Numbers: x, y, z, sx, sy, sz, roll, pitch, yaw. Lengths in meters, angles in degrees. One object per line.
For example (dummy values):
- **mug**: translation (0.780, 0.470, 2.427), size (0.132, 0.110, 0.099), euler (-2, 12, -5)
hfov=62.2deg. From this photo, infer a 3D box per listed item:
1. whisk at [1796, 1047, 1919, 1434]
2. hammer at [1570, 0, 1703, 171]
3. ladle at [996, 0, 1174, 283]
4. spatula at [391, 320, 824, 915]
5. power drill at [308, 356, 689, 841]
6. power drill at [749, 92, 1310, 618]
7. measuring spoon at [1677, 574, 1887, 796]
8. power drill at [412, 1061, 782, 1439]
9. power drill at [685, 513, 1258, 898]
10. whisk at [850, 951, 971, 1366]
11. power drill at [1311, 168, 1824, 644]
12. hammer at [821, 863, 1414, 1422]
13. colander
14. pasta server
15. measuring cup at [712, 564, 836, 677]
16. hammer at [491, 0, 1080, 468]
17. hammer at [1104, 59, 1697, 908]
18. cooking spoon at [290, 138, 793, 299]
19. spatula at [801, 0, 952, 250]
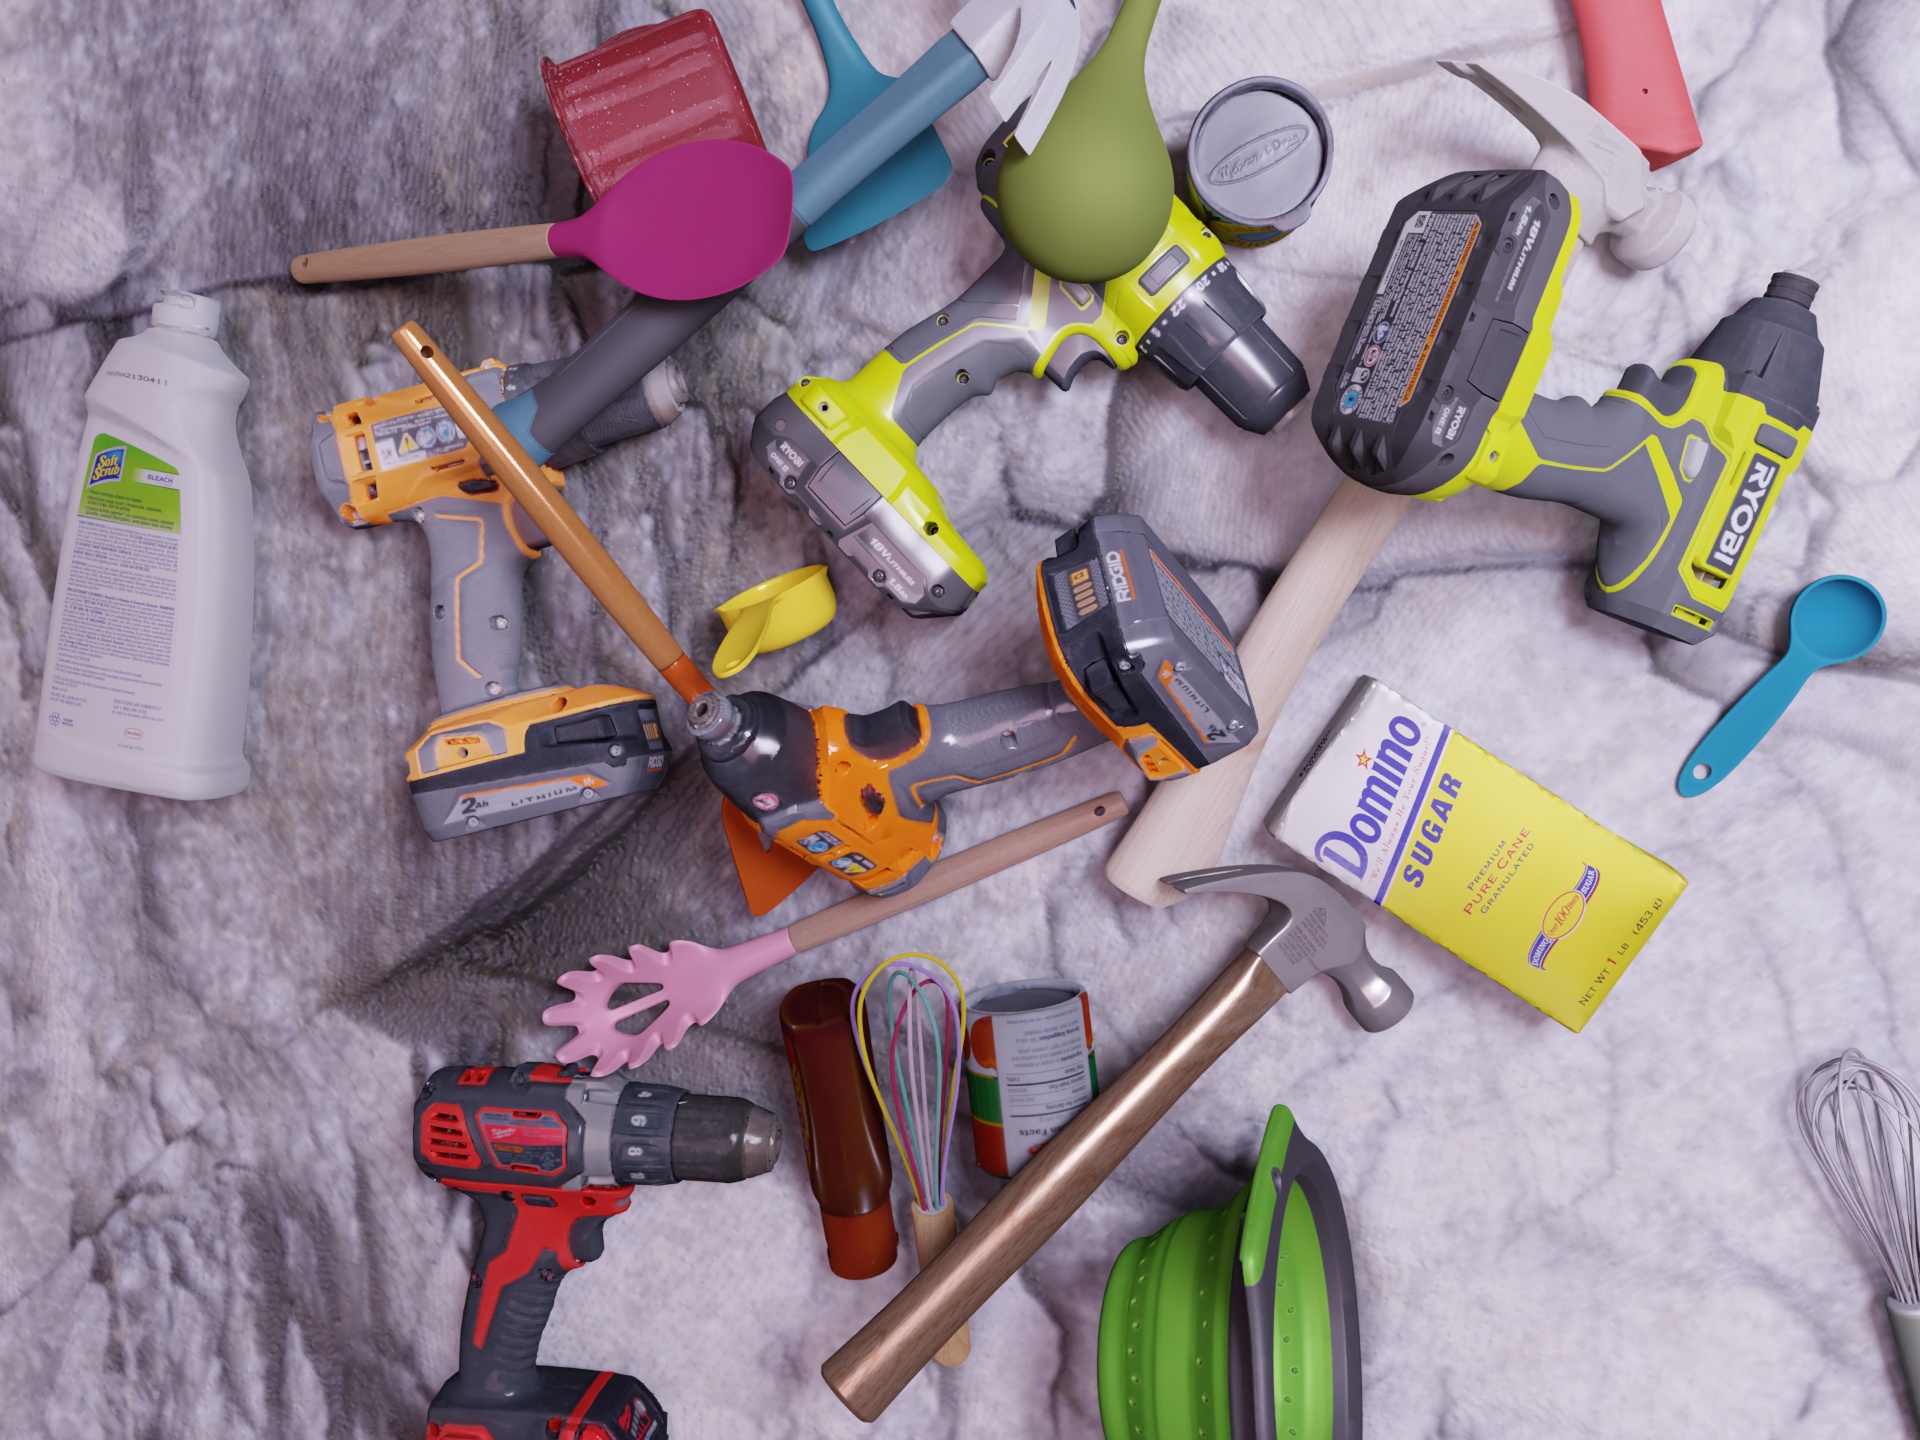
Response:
- **whisk**: translation (0.461, 0.275, 0.774), size (0.058, 0.059, 0.246), euler (-11, 100, 44)
- **hammer**: translation (0.276, -0.430, 0.725), size (0.149, 0.037, 0.359), euler (-20, 93, 7)
- **ladle**: translation (0.091, -0.343, 0.717), size (0.078, 0.062, 0.320), euler (17, 76, 9)
- **spatula**: translation (-0.154, -0.046, 0.741), size (0.081, 0.041, 0.322), euler (-45, 111, -23)
- **power drill**: translation (-0.207, -0.069, 0.791), size (0.185, 0.084, 0.226), euler (-14, 90, 5)
- **power drill**: translation (0.033, -0.156, 0.758), size (0.228, 0.080, 0.190), euler (-44, 89, 5)
- **measuring spoon**: translation (0.389, -0.016, 0.767), size (0.042, 0.021, 0.128), euler (35, 107, 1)
- **power drill**: translation (-0.189, 0.292, 0.826), size (0.188, 0.080, 0.226), euler (2, 93, 5)
- **power drill**: translation (-0.001, -0.002, 0.707), size (0.226, 0.164, 0.084), euler (-24, 55, 21)
- **whisk**: translation (-0.012, 0.223, 0.791), size (0.051, 0.047, 0.244), euler (17, 122, 44)
- **power drill**: translation (0.278, -0.144, 0.695), size (0.223, 0.080, 0.171), euler (17, 100, -27)
- **hammer**: translation (0.064, 0.196, 0.750), size (0.331, 0.031, 0.130), euler (-42, 102, -10)
- **colander**: translation (0.143, 0.373, 0.770), size (0.094, 0.204, 0.396), euler (-6, 114, 23)
- **pasta server**: translation (-0.062, 0.102, 0.811), size (0.316, 0.040, 0.060), euler (-23, 82, 7)
- **measuring cup**: translation (-0.091, -0.037, 0.743), size (0.062, 0.157, 0.029), euler (-20, 108, 9)
- **hammer**: translation (-0.086, -0.221, 0.710), size (0.331, 0.033, 0.128), euler (-37, 49, 11)
- **hammer**: translation (0.177, -0.094, 0.745), size (0.146, 0.038, 0.410), euler (24, 102, -27)
- **cooking spoon**: translation (-0.205, -0.221, 0.738), size (0.319, 0.017, 0.069), euler (5, 89, 31)
- **spatula**: translation (-0.086, -0.386, 0.762), size (0.082, 0.044, 0.317), euler (-20, 92, 23)
